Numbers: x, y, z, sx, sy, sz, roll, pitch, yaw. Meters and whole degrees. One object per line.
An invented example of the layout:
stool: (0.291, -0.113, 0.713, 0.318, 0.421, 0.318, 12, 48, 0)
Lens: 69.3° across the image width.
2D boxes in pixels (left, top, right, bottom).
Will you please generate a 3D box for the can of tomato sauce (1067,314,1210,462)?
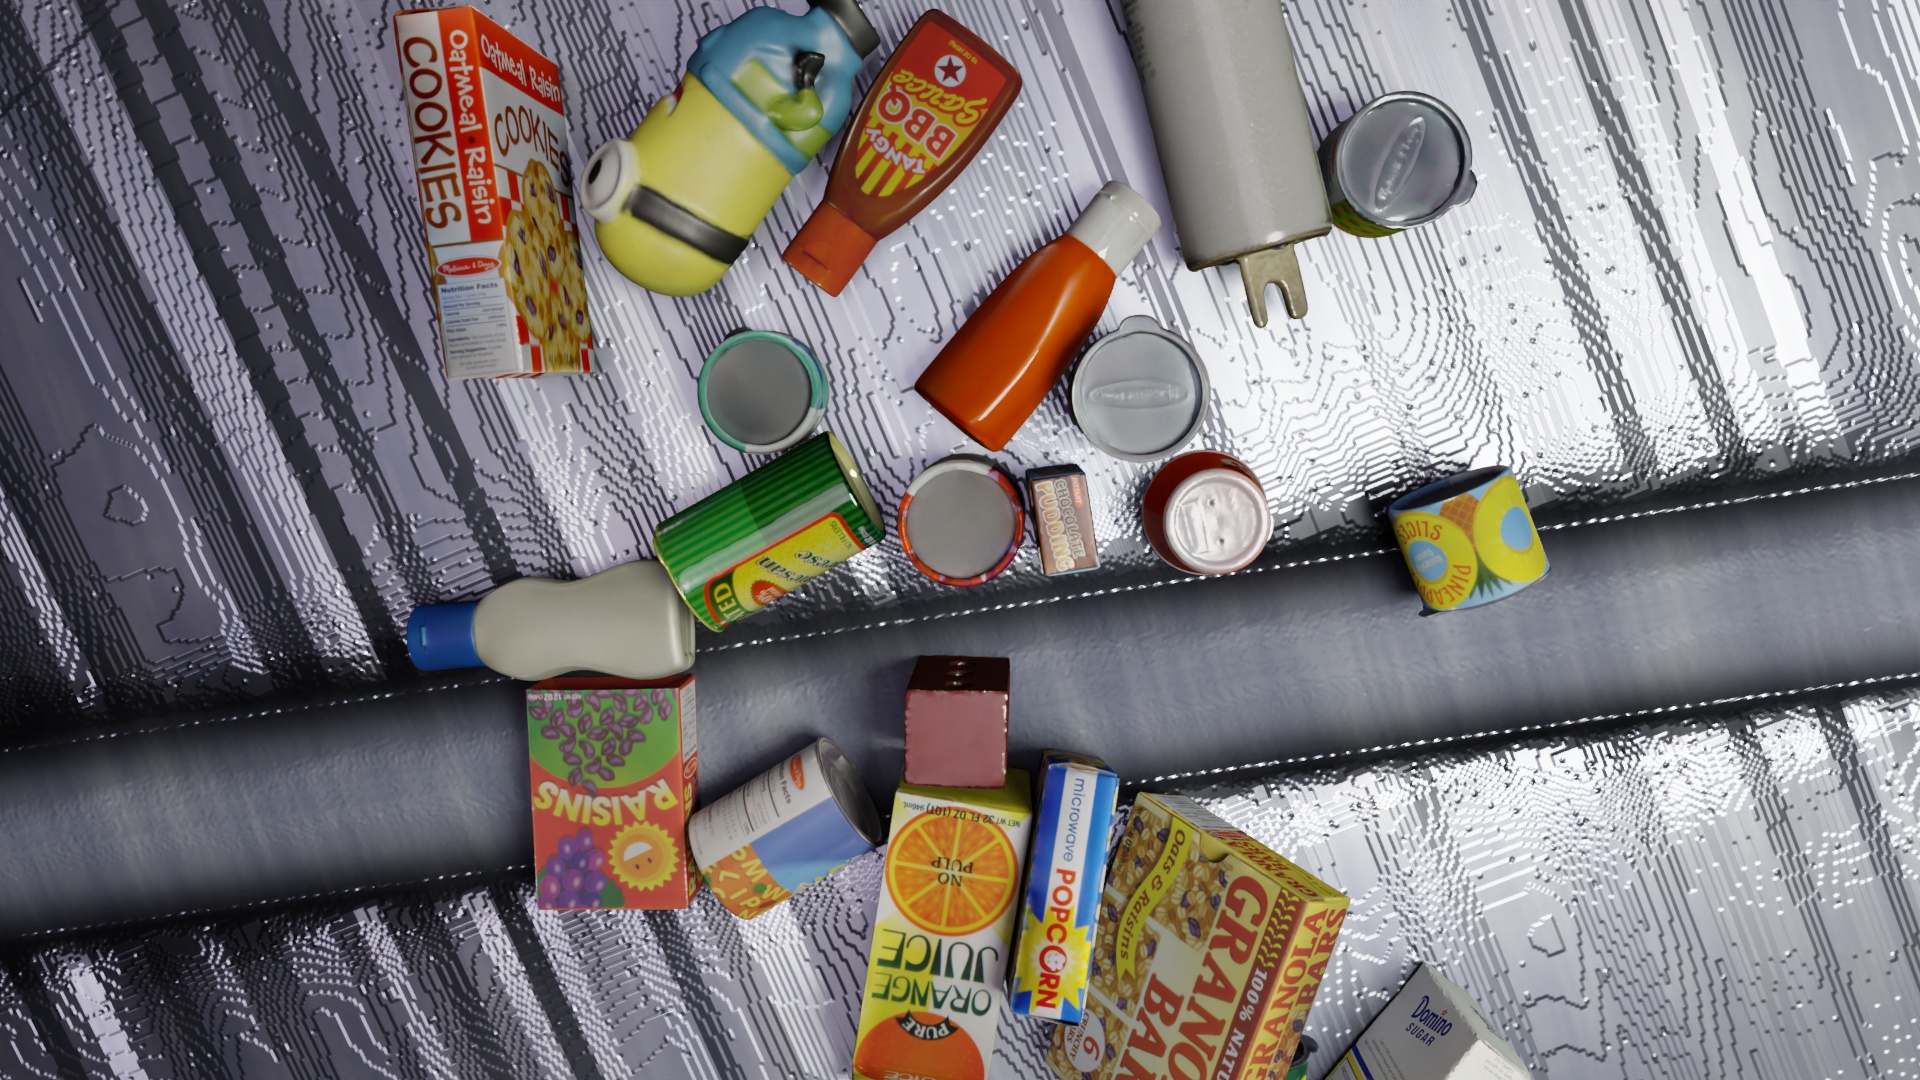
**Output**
can of tomato sauce: (0.088, -0.077, 0.707, 0.071, 0.083, 0.071, 0, 96, 2)

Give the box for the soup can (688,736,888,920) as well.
soup can: (-0.092, 0.157, 0.748, 0.084, 0.071, 0.071, -31, 94, 6)

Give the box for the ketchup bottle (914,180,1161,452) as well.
ketchup bottle: (0.043, -0.118, 0.718, 0.149, 0.065, 0.043, -50, 134, 0)

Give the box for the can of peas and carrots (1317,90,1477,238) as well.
can of peas and carrots: (0.219, -0.187, 0.703, 0.071, 0.059, 0.071, 0, 97, 1)

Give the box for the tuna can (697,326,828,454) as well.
tuna can: (-0.106, -0.081, 0.738, 0.071, 0.033, 0.071, 0, 97, 2)

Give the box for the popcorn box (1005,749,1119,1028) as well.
popcorn box: (0.052, 0.176, 0.724, 0.038, 0.085, 0.126, 9, 86, 0)

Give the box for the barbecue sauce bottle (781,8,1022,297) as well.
barbecue sauce bottle: (-0.035, -0.196, 0.719, 0.065, 0.044, 0.148, 37, 96, -3)

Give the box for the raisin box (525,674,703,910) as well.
raisin box: (-0.189, 0.137, 0.762, 0.086, 0.040, 0.123, -1, 95, 1)

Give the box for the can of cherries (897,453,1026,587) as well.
can of cherries: (0.003, -0.009, 0.730, 0.071, 0.058, 0.071, 0, 96, 2)

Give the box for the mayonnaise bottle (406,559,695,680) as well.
mayonnaise bottle: (-0.221, 0.047, 0.752, 0.148, 0.041, 0.065, -5, 85, 4)

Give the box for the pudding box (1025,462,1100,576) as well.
pudding box: (0.051, -0.012, 0.715, 0.030, 0.084, 0.049, -9, 96, 3)

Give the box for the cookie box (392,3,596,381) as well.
cookie box: (-0.227, -0.164, 0.688, 0.040, 0.123, 0.167, -6, 96, 2)

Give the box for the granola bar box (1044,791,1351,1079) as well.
granola bar box: (0.118, 0.232, 0.721, 0.039, 0.124, 0.165, 13, 98, -38)

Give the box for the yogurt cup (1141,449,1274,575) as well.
yogurt cup: (0.131, -0.012, 0.727, 0.072, 0.054, 0.072, 0, 96, 3)

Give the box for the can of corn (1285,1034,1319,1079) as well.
can of corn: (0.155, 0.297, 0.753, 0.071, 0.071, 0.058, 6, 97, 1)

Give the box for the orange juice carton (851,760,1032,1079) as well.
orange juice carton: (-0.012, 0.220, 0.747, 0.072, 0.073, 0.192, 9, 97, 1)

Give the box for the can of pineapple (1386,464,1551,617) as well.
can of pineapple: (0.260, 0.000, 0.717, 0.071, 0.071, 0.058, -23, 94, 4)

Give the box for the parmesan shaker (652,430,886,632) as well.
parmesan shaker: (-0.099, -0.006, 0.727, 0.103, 0.071, 0.071, -29, 95, 5)
